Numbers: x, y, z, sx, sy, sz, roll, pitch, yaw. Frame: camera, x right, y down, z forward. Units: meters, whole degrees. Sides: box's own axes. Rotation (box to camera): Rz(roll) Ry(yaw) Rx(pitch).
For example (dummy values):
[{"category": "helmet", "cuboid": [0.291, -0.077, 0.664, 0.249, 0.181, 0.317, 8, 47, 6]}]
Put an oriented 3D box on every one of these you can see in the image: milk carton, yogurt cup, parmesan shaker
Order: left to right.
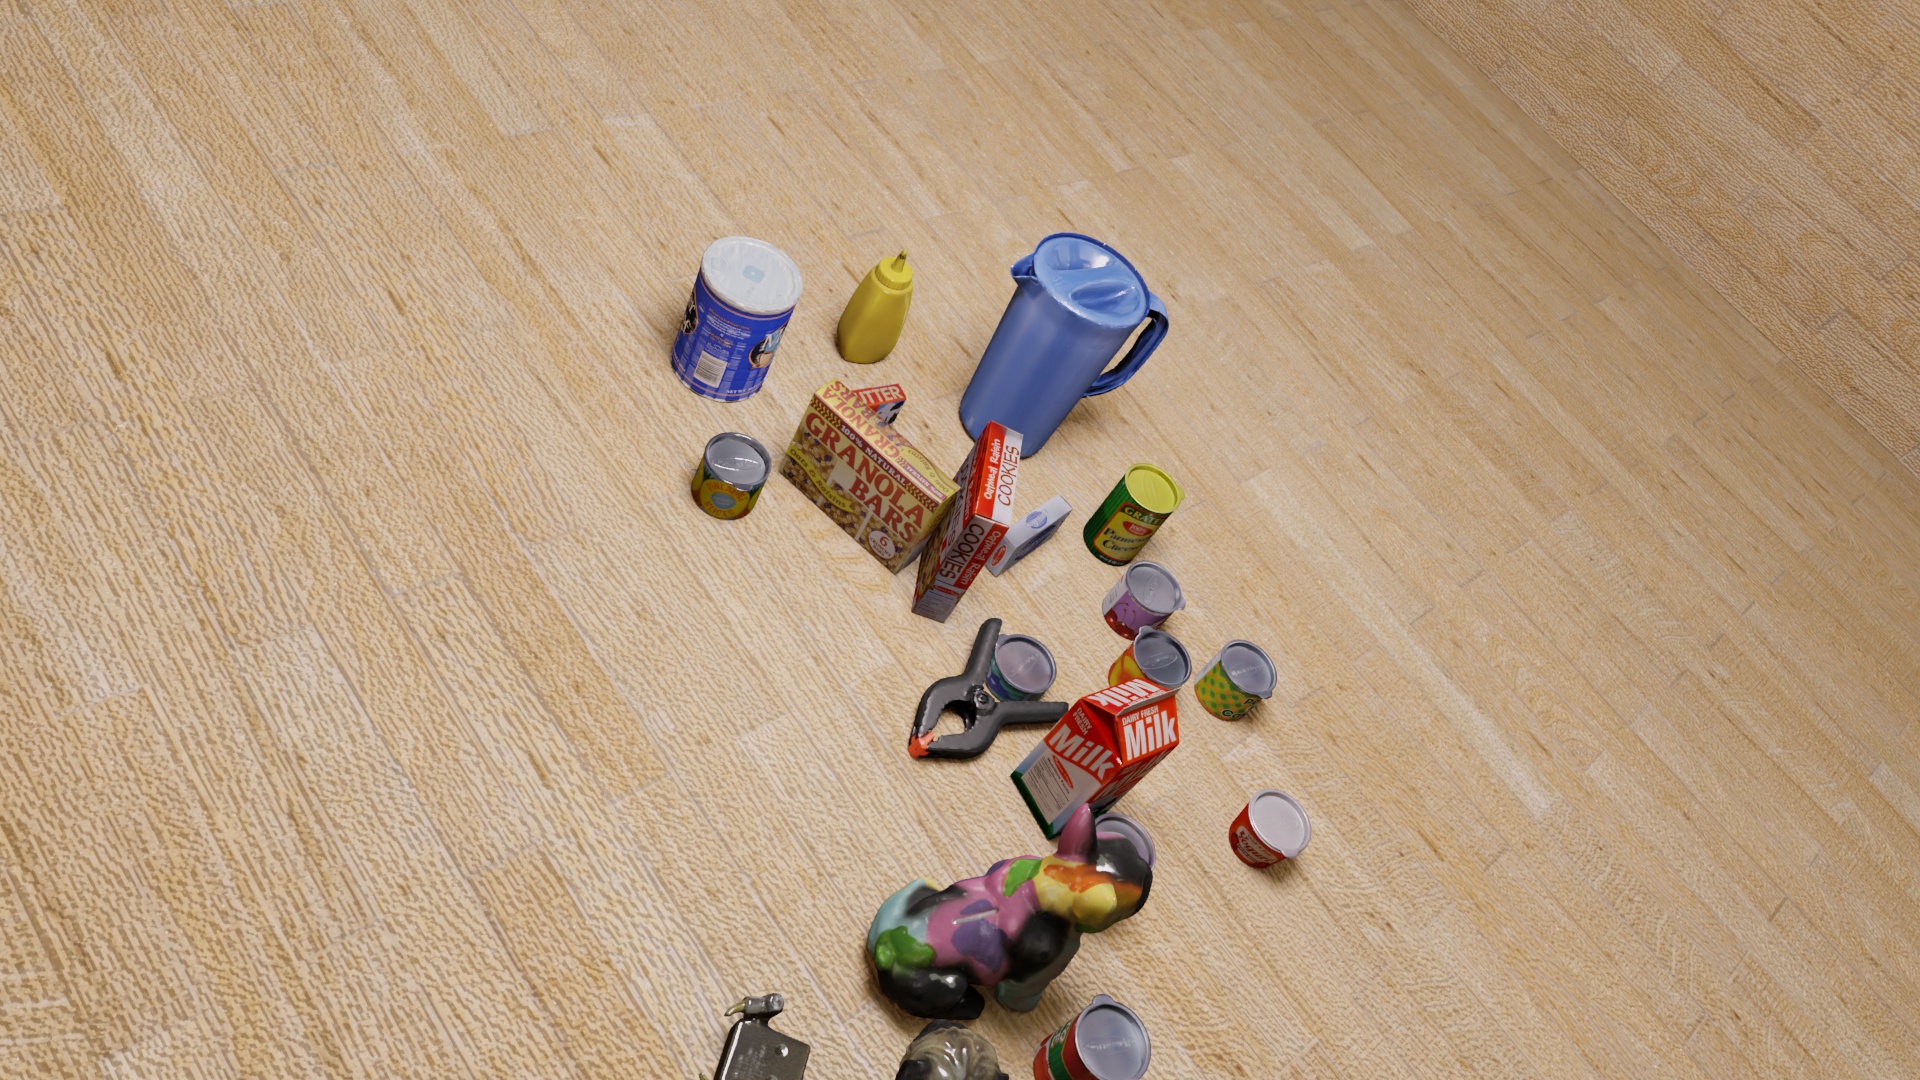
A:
[{"category": "milk carton", "cuboid": [0.126, 0.186, 1.236, 0.072, 0.189, 0.073, -15, 63, -35]}, {"category": "parmesan shaker", "cuboid": [0.186, -0.026, 1.495, 0.071, 0.102, 0.072, 14, 49, -17]}, {"category": "yogurt cup", "cuboid": [0.296, 0.281, 1.341, 0.072, 0.053, 0.073, 14, 49, -17]}]

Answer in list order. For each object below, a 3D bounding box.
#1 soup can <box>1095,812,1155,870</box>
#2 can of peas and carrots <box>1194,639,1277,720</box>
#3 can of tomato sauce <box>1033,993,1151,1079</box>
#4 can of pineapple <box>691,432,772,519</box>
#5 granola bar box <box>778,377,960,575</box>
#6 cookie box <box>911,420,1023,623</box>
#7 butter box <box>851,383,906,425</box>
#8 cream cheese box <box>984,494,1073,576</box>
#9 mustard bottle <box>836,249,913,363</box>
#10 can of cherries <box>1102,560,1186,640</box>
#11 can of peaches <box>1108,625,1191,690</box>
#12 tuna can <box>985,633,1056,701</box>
[{"category": "soup can", "cuboid": [0.123, 0.290, 1.224, 0.071, 0.083, 0.072, 14, 49, -17]}, {"category": "can of peas and carrots", "cuboid": [0.286, 0.147, 1.440, 0.071, 0.058, 0.071, 14, 49, -17]}, {"category": "can of tomato sauce", "cuboid": [0.104, 0.414, 1.116, 0.071, 0.082, 0.071, 14, 49, -17]}, {"category": "can of pineapple", "cuboid": [-0.222, -0.061, 1.343, 0.071, 0.057, 0.071, 14, 49, -17]}, {"category": "granola bar box", "cuboid": [-0.093, -0.061, 1.365, 0.165, 0.123, 0.039, 41, 47, 8]}, {"category": "cookie box", "cuboid": [0.005, -0.017, 1.351, 0.040, 0.166, 0.123, 20, 48, -12]}, {"category": "butter box", "cuboid": [-0.111, -0.135, 1.463, 0.104, 0.052, 0.024, -13, 62, -34]}, {"category": "cream cheese box", "cuboid": [0.070, -0.006, 1.454, 0.024, 0.053, 0.104, 46, 48, 12]}, {"category": "mustard bottle", "cuboid": [-0.085, -0.259, 1.502, 0.065, 0.159, 0.049, -4, 57, -30]}, {"category": "can of cherries", "cuboid": [0.192, 0.065, 1.457, 0.071, 0.058, 0.072, 14, 49, -17]}, {"category": "can of peaches", "cuboid": [0.190, 0.131, 1.404, 0.071, 0.057, 0.071, 14, 49, -17]}, {"category": "tuna can", "cuboid": [0.056, 0.126, 1.356, 0.071, 0.032, 0.071, 14, 49, -17]}]
